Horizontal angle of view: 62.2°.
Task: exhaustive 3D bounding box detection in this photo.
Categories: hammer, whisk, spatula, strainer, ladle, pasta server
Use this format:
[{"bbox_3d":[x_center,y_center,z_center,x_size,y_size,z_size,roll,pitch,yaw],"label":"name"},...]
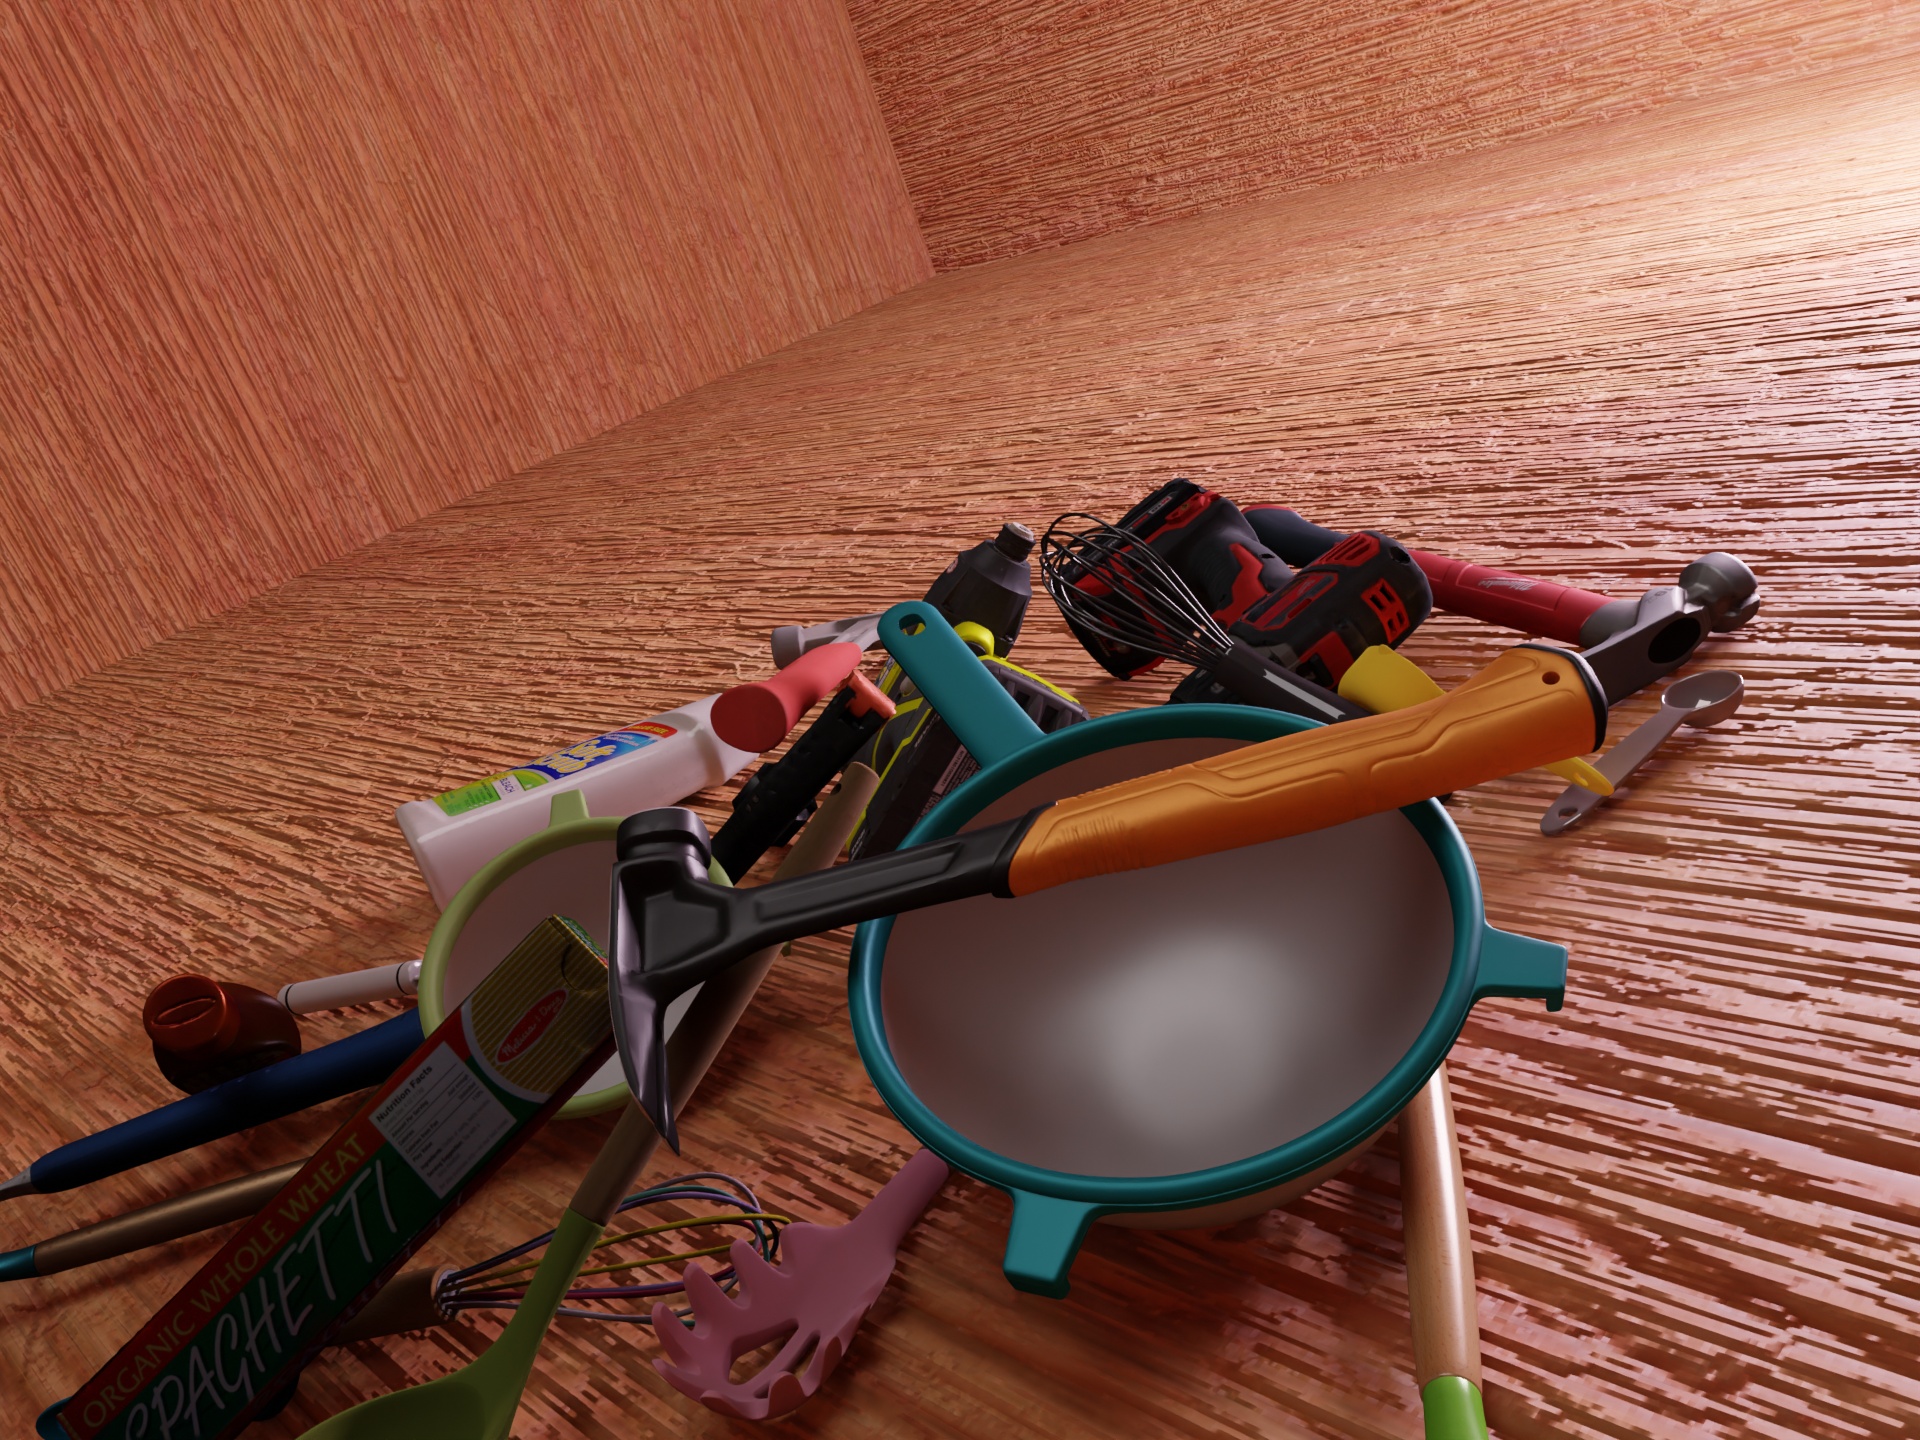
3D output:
[{"bbox_3d":[-0.077,-0.034,0.987,0.149,0.036,0.359,-9,9,7],"label":"hammer"},{"bbox_3d":[0.047,0.042,0.523,0.337,0.034,0.127,-15,43,3],"label":"hammer"},{"bbox_3d":[0.131,-0.030,0.761,0.239,0.055,0.055,35,50,23],"label":"whisk"},{"bbox_3d":[-0.390,0.247,0.730,0.317,0.044,0.082,-17,19,-4],"label":"spatula"},{"bbox_3d":[0.048,0.065,0.602,0.211,0.095,0.341,-27,39,-9],"label":"strainer"},{"bbox_3d":[0.252,-0.076,0.916,0.143,0.038,0.387,-27,22,-13],"label":"hammer"},{"bbox_3d":[-0.299,0.140,0.885,0.258,0.050,0.087,-13,6,26],"label":"strainer"},{"bbox_3d":[-0.453,0.224,0.762,0.405,0.035,0.144,-20,-15,-11],"label":"hammer"},{"bbox_3d":[-0.198,0.162,0.720,0.152,0.069,0.256,27,64,25],"label":"strainer"},{"bbox_3d":[-0.122,0.140,0.543,0.078,0.062,0.320,3,55,53],"label":"ladle"},{"bbox_3d":[-0.172,0.213,0.598,0.245,0.051,0.047,-17,-1,19],"label":"whisk"},{"bbox_3d":[0.004,0.144,0.600,0.060,0.040,0.316,14,36,32],"label":"pasta server"}]

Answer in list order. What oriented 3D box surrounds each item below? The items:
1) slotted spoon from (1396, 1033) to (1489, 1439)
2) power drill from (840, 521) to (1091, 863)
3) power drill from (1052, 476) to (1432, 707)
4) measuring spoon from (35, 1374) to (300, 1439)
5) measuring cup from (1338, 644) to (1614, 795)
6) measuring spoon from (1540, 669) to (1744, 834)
[{"bbox_3d":[0.136,0.167,0.440,0.070,0.031,0.314,-14,20,18],"label":"slotted spoon"},{"bbox_3d":[-0.001,-0.003,0.816,0.171,0.080,0.223,-59,16,18],"label":"power drill"},{"bbox_3d":[0.130,-0.045,0.881,0.188,0.080,0.227,-39,25,-4],"label":"power drill"},{"bbox_3d":[-0.306,0.256,0.616,0.128,0.042,0.021,-21,8,18],"label":"measuring spoon"},{"bbox_3d":[0.226,0.010,0.716,0.029,0.062,0.157,-43,31,-5],"label":"measuring cup"},{"bbox_3d":[0.295,0.017,0.688,0.124,0.018,0.034,-36,20,-19],"label":"measuring spoon"}]
